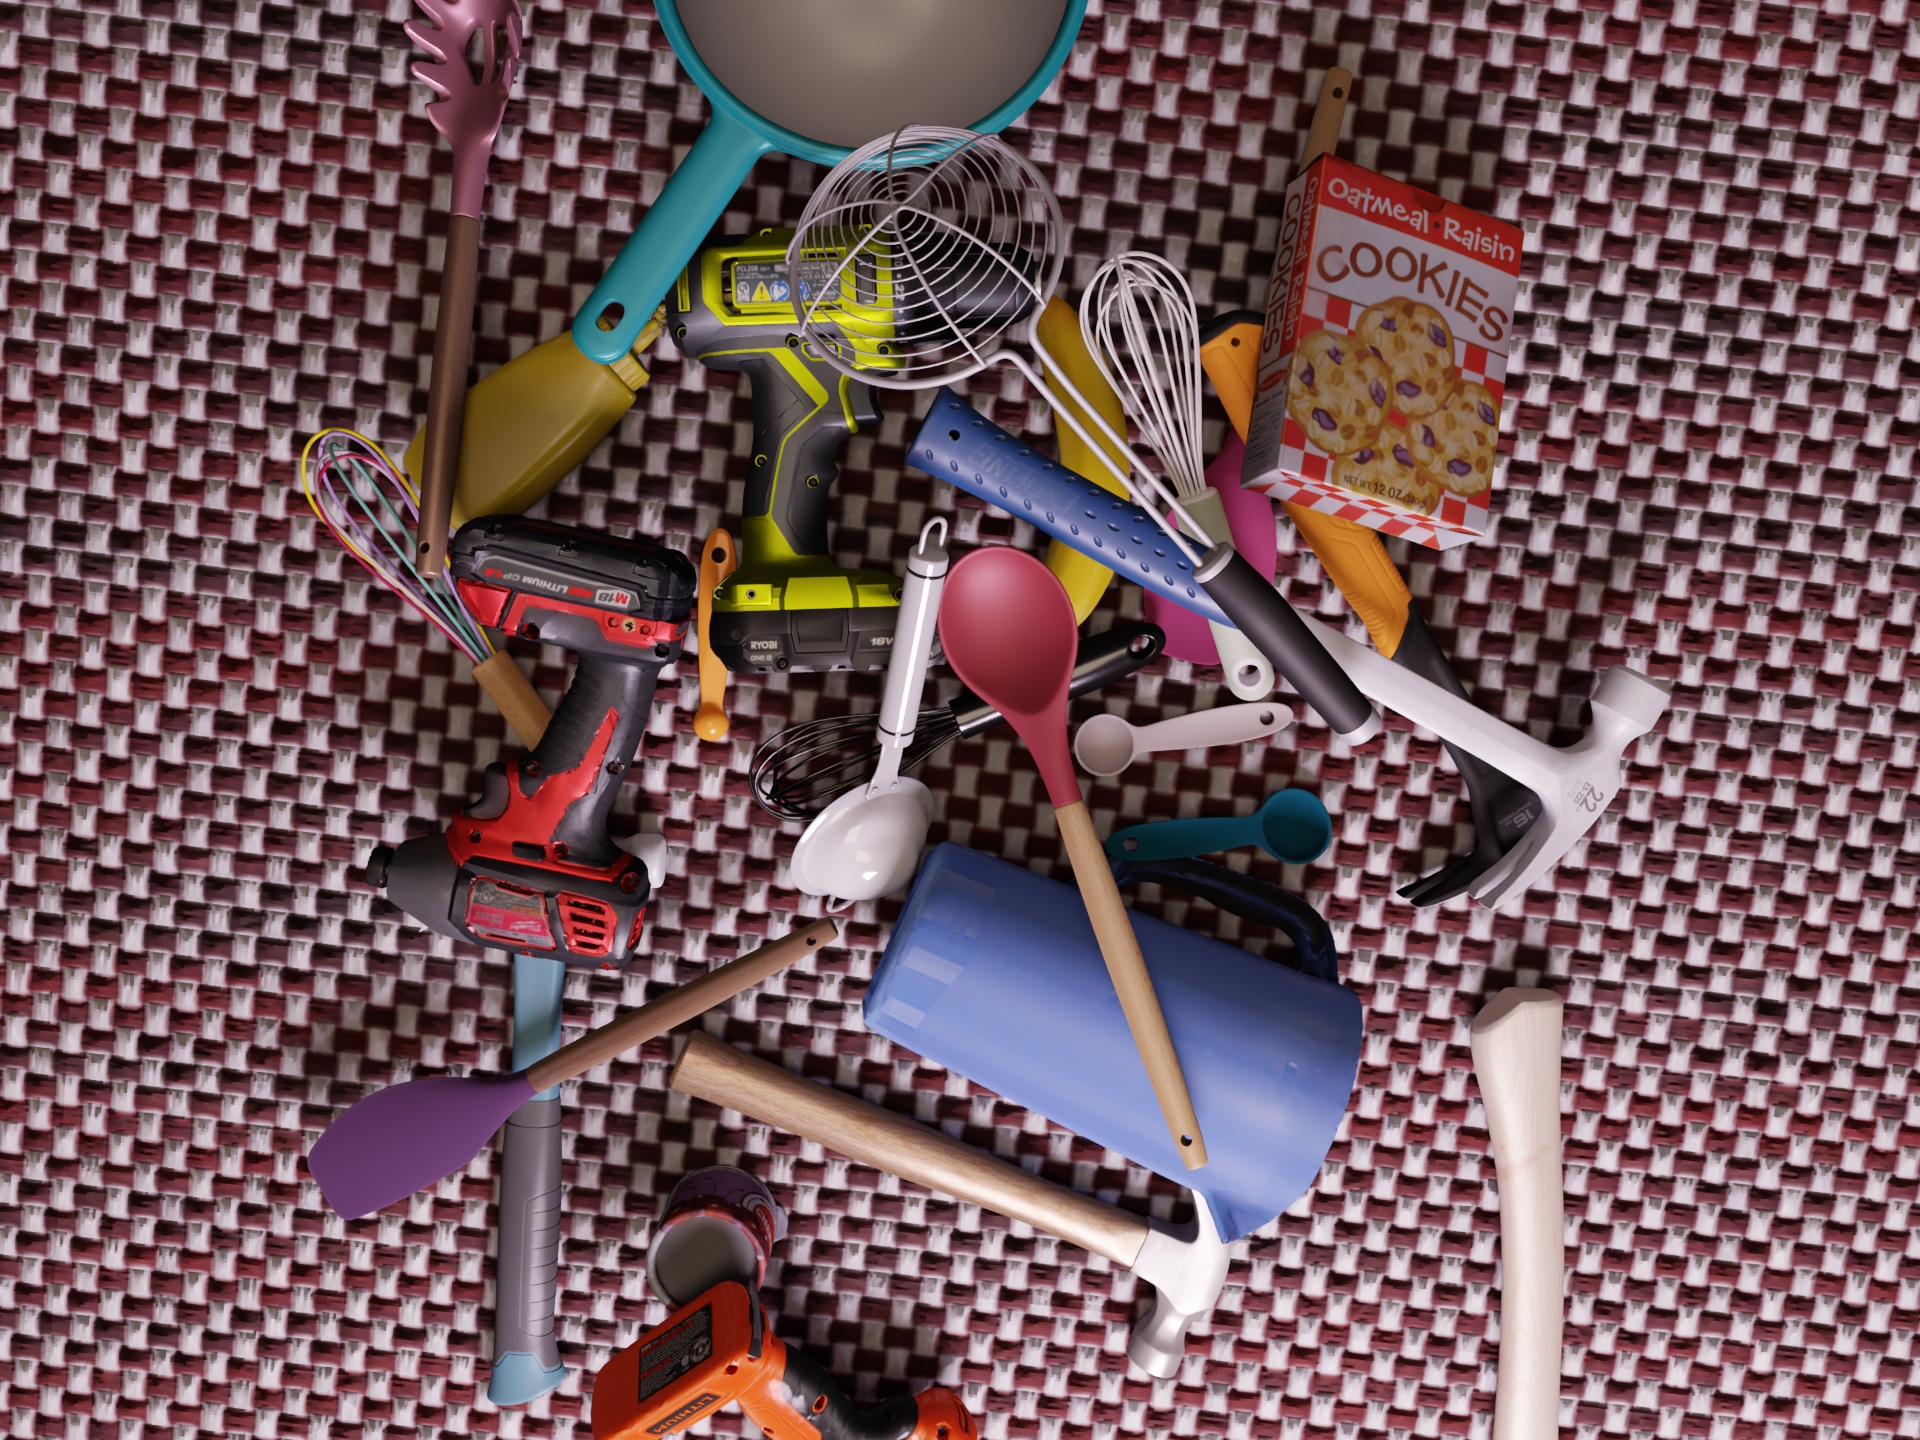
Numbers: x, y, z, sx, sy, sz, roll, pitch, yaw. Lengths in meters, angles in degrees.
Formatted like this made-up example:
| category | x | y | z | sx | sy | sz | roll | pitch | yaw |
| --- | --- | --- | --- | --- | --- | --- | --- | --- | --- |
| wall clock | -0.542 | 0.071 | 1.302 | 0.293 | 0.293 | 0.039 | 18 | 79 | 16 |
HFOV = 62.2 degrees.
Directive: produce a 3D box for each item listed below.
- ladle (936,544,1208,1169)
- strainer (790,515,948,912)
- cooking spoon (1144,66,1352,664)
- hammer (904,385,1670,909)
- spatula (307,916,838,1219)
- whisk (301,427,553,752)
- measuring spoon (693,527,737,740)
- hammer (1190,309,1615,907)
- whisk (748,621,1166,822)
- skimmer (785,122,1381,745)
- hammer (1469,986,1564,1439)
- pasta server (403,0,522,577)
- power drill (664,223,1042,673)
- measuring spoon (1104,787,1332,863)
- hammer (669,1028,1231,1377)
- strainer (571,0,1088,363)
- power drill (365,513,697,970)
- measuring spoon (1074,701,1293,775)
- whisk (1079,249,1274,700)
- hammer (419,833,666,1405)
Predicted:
| category | x | y | z | sx | sy | sz | roll | pitch | yaw |
| --- | --- | --- | --- | --- | --- | --- | --- | --- | --- |
| ladle | 0.062 | 0.065 | 0.774 | 0.069 | 0.031 | 0.315 | -21 | 84 | 17 |
| strainer | -0.034 | 0.013 | 0.798 | 0.087 | 0.050 | 0.258 | -13 | 131 | -33 |
| cooking spoon | 0.161 | -0.186 | 0.849 | 0.068 | 0.017 | 0.319 | 14 | 97 | -2 |
| hammer | 0.156 | -0.046 | 0.803 | 0.405 | 0.035 | 0.144 | 28 | 96 | -8 |
| spatula | -0.209 | 0.180 | 0.857 | 0.316 | 0.018 | 0.059 | -27 | 97 | 2 |
| whisk | -0.269 | -0.049 | 0.852 | 0.047 | 0.051 | 0.245 | -36 | 101 | -12 |
| measuring spoon | -0.134 | -0.046 | 0.866 | 0.021 | 0.011 | 0.117 | 4 | 96 | -1 |
| hammer | 0.214 | -0.063 | 0.844 | 0.127 | 0.034 | 0.336 | -33 | 100 | 1 |
| whisk | -0.002 | -0.004 | 0.855 | 0.239 | 0.055 | 0.055 | -22 | 96 | 1 |
| skimmer | 0.071 | -0.122 | 0.752 | 0.127 | 0.090 | 0.363 | -46 | 110 | 0 |
| hammer | 0.333 | 0.355 | 0.904 | 0.146 | 0.038 | 0.410 | -2 | 96 | -2 |
| pasta server | -0.257 | -0.230 | 0.804 | 0.060 | 0.040 | 0.316 | 2 | 84 | 13 |
| power drill | -0.051 | -0.142 | 0.825 | 0.190 | 0.080 | 0.228 | -2 | 94 | -1 |
| measuring spoon | 0.139 | 0.063 | 0.867 | 0.128 | 0.021 | 0.042 | -5 | 78 | -10 |
| hammer | -0.004 | 0.248 | 0.892 | 0.331 | 0.031 | 0.130 | 23 | 96 | -3 |
| strainer | -0.080 | -0.312 | 0.786 | 0.211 | 0.095 | 0.340 | 35 | 90 | -3 |
| power drill | -0.217 | 0.012 | 0.810 | 0.143 | 0.078 | 0.219 | 12 | 99 | -4 |
| measuring spoon | 0.122 | 0.006 | 0.876 | 0.124 | 0.018 | 0.034 | -9 | 97 | -6 |
| whisk | 0.119 | -0.124 | 0.826 | 0.058 | 0.059 | 0.246 | -17 | 105 | 12 |
| hammer | -0.237 | 0.222 | 0.887 | 0.128 | 0.033 | 0.331 | 4 | 97 | -2 |
